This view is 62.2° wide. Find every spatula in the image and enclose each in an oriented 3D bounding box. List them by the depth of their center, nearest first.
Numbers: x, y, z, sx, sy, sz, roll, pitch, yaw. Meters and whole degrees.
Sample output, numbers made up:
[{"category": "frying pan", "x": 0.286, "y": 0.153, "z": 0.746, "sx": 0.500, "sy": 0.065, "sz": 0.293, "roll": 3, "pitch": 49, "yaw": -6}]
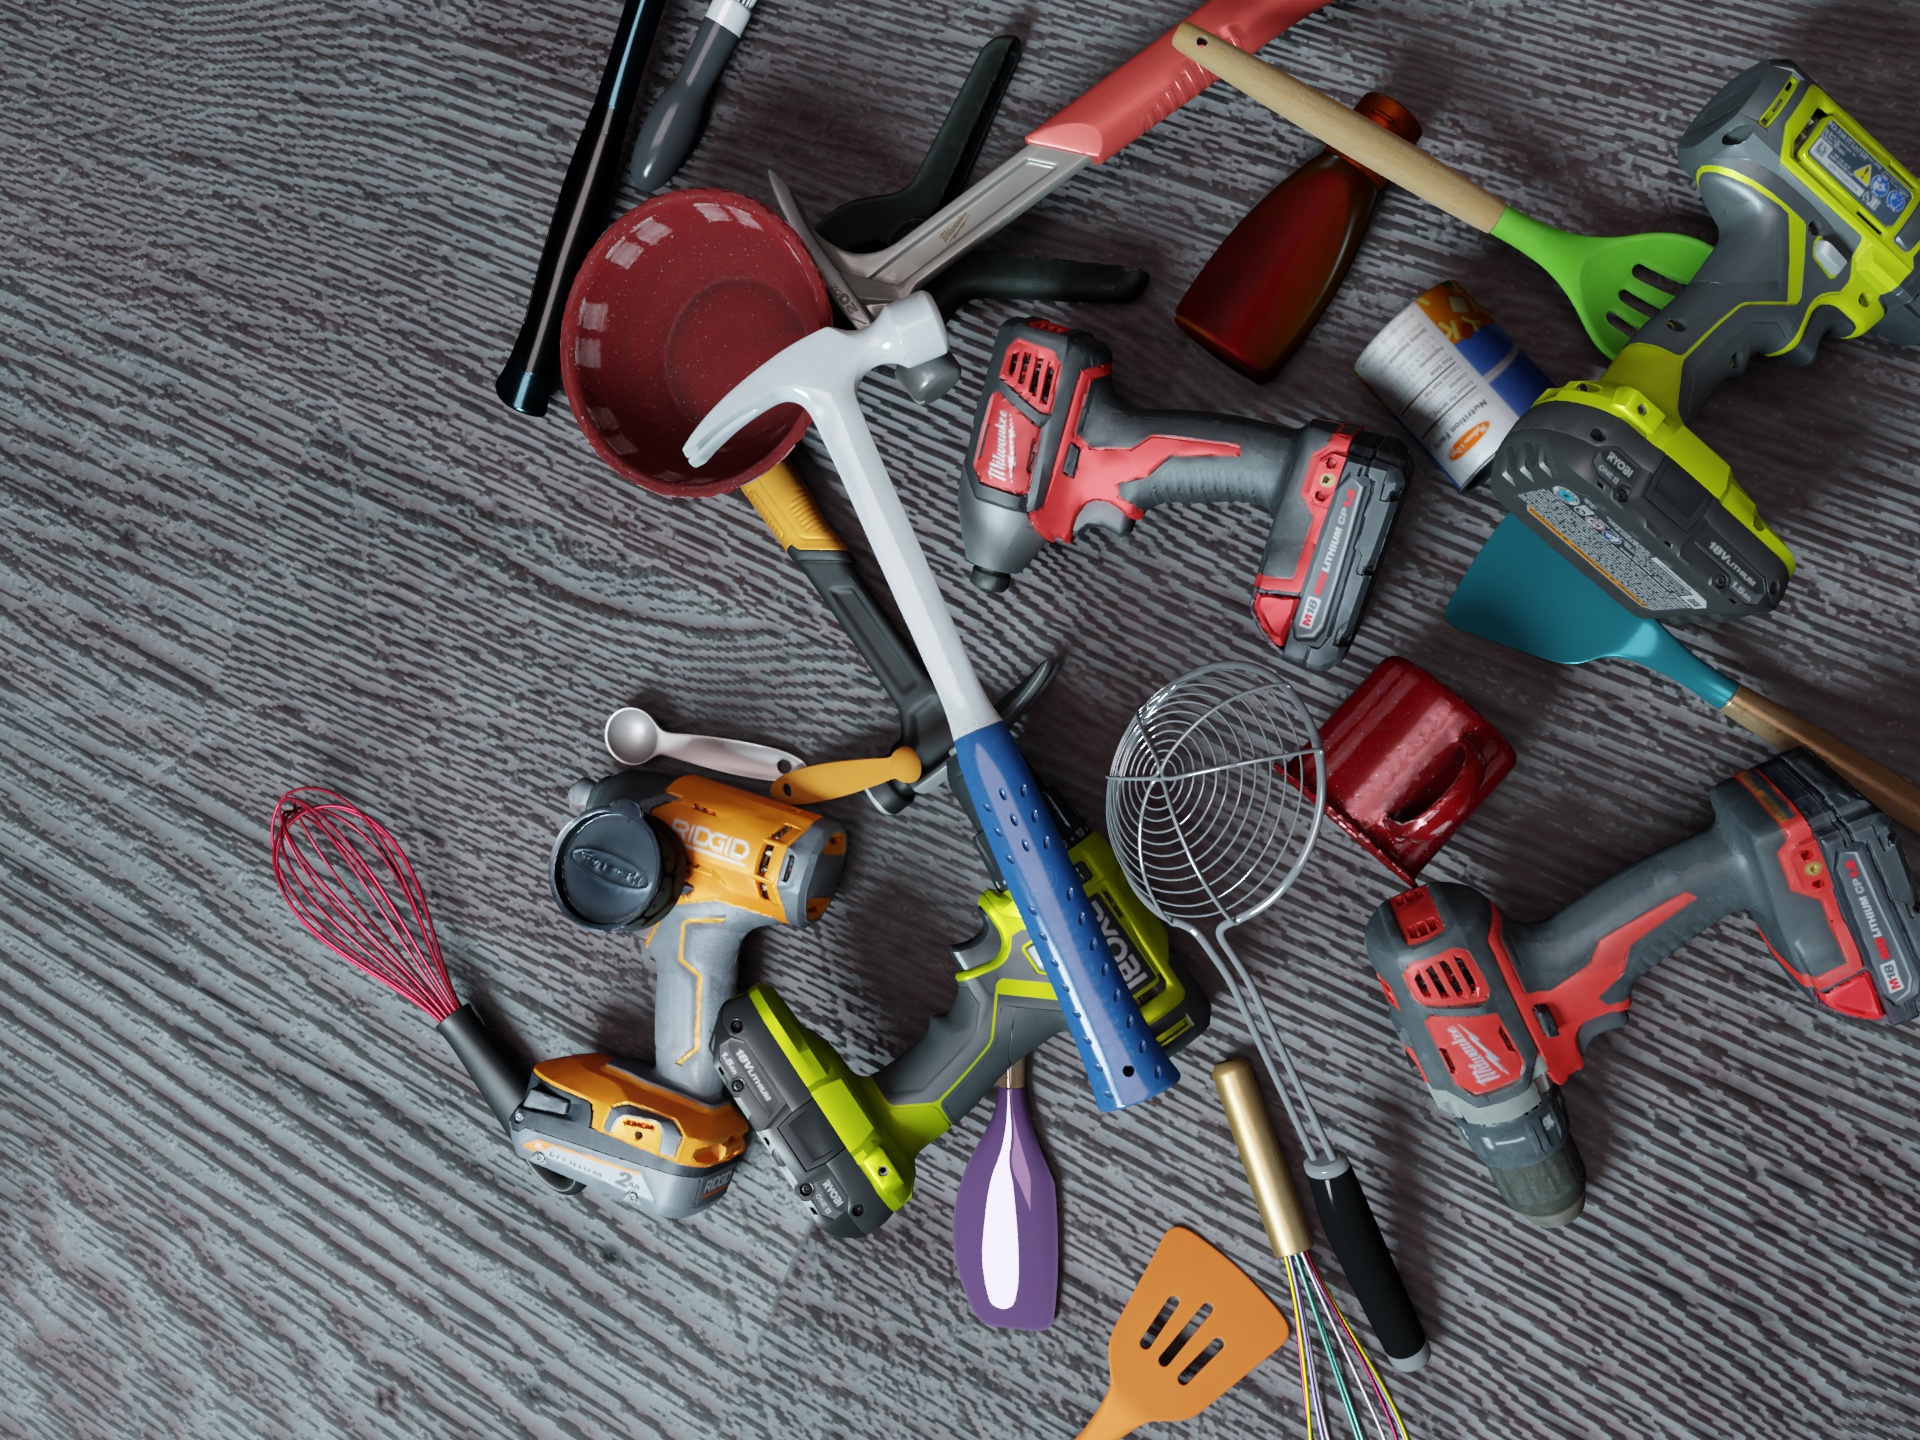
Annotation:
[{"category": "spatula", "x": 0.392, "y": 0.001, "z": 0.767, "sx": 0.317, "sy": 0.044, "sz": 0.082, "roll": 34, "pitch": 97, "yaw": 9}, {"category": "spatula", "x": 0.045, "y": 0.414, "z": 0.855, "sx": 0.081, "sy": 0.041, "sz": 0.322, "roll": 40, "pitch": 103, "yaw": 12}, {"category": "spatula", "x": 0.026, "y": 0.173, "z": 0.866, "sx": 0.060, "sy": 0.018, "sz": 0.316, "roll": 1, "pitch": 90, "yaw": 16}]

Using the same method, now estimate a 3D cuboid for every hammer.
[{"category": "hammer", "x": -0.001, "y": -0.002, "z": 0.778, "sx": 0.144, "sy": 0.035, "sz": 0.405, "roll": -24, "pitch": 85, "yaw": -1}, {"category": "hammer", "x": 0.078, "y": -0.327, "z": 0.829, "sx": 0.359, "sy": 0.036, "sz": 0.149, "roll": -35, "pitch": 82, "yaw": 5}, {"category": "hammer", "x": -0.086, "y": -0.117, "z": 0.896, "sx": 0.127, "sy": 0.034, "sz": 0.337, "roll": -38, "pitch": 79, "yaw": 13}, {"category": "hammer", "x": -0.205, "y": -0.337, "z": 0.915, "sx": 0.128, "sy": 0.033, "sz": 0.331, "roll": 34, "pitch": 107, "yaw": 52}]

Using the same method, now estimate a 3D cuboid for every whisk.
[{"category": "whisk", "x": 0.175, "y": 0.293, "z": 0.811, "sx": 0.047, "sy": 0.051, "sz": 0.245, "roll": -22, "pitch": 80, "yaw": 20}, {"category": "whisk", "x": -0.116, "y": -0.431, "z": 0.904, "sx": 0.070, "sy": 0.070, "sz": 0.284, "roll": 34, "pitch": 103, "yaw": 14}, {"category": "whisk", "x": -0.314, "y": 0.160, "z": 0.945, "sx": 0.073, "sy": 0.073, "sz": 0.296, "roll": -39, "pitch": 86, "yaw": 11}]

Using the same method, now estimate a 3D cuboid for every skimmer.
[{"category": "skimmer", "x": 0.172, "y": 0.150, "z": 0.780, "sx": 0.127, "sy": 0.090, "sz": 0.363, "roll": -10, "pitch": 110, "yaw": 47}]

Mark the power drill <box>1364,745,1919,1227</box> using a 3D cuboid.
[{"category": "power drill", "x": 0.322, "y": 0.131, "z": 0.740, "sx": 0.226, "sy": 0.080, "sz": 0.187, "roll": -25, "pitch": 108, "yaw": 12}]

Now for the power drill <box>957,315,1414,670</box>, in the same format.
[{"category": "power drill", "x": 0.104, "y": -0.108, "z": 0.807, "sx": 0.220, "sy": 0.078, "sz": 0.143, "roll": 20, "pitch": 109, "yaw": 14}]

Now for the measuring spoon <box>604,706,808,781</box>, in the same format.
[{"category": "measuring spoon", "x": -0.146, "y": 0.017, "z": 0.922, "sx": 0.124, "sy": 0.018, "sz": 0.034, "roll": 11, "pitch": 101, "yaw": 9}]

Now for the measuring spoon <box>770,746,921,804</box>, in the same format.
[{"category": "measuring spoon", "x": -0.067, "y": 0.032, "z": 0.870, "sx": 0.117, "sy": 0.011, "sz": 0.021, "roll": -13, "pitch": 94, "yaw": 41}]

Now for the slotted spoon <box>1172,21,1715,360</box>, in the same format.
[{"category": "slotted spoon", "x": 0.242, "y": -0.261, "z": 0.780, "sx": 0.314, "sy": 0.031, "sz": 0.070, "roll": 30, "pitch": 95, "yaw": 1}]

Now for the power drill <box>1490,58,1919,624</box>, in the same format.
[{"category": "power drill", "x": 0.363, "y": -0.160, "z": 0.722, "sx": 0.171, "sy": 0.080, "sz": 0.223, "roll": 37, "pitch": 85, "yaw": -9}]

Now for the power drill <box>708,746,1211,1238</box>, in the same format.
[{"category": "power drill", "x": -0.011, "y": 0.133, "z": 0.815, "sx": 0.228, "sy": 0.080, "sz": 0.190, "roll": -34, "pitch": 87, "yaw": -8}]

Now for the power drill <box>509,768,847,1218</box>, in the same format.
[{"category": "power drill", "x": -0.171, "y": 0.141, "z": 0.892, "sx": 0.164, "sy": 0.084, "sz": 0.226, "roll": 17, "pitch": 89, "yaw": 16}]
